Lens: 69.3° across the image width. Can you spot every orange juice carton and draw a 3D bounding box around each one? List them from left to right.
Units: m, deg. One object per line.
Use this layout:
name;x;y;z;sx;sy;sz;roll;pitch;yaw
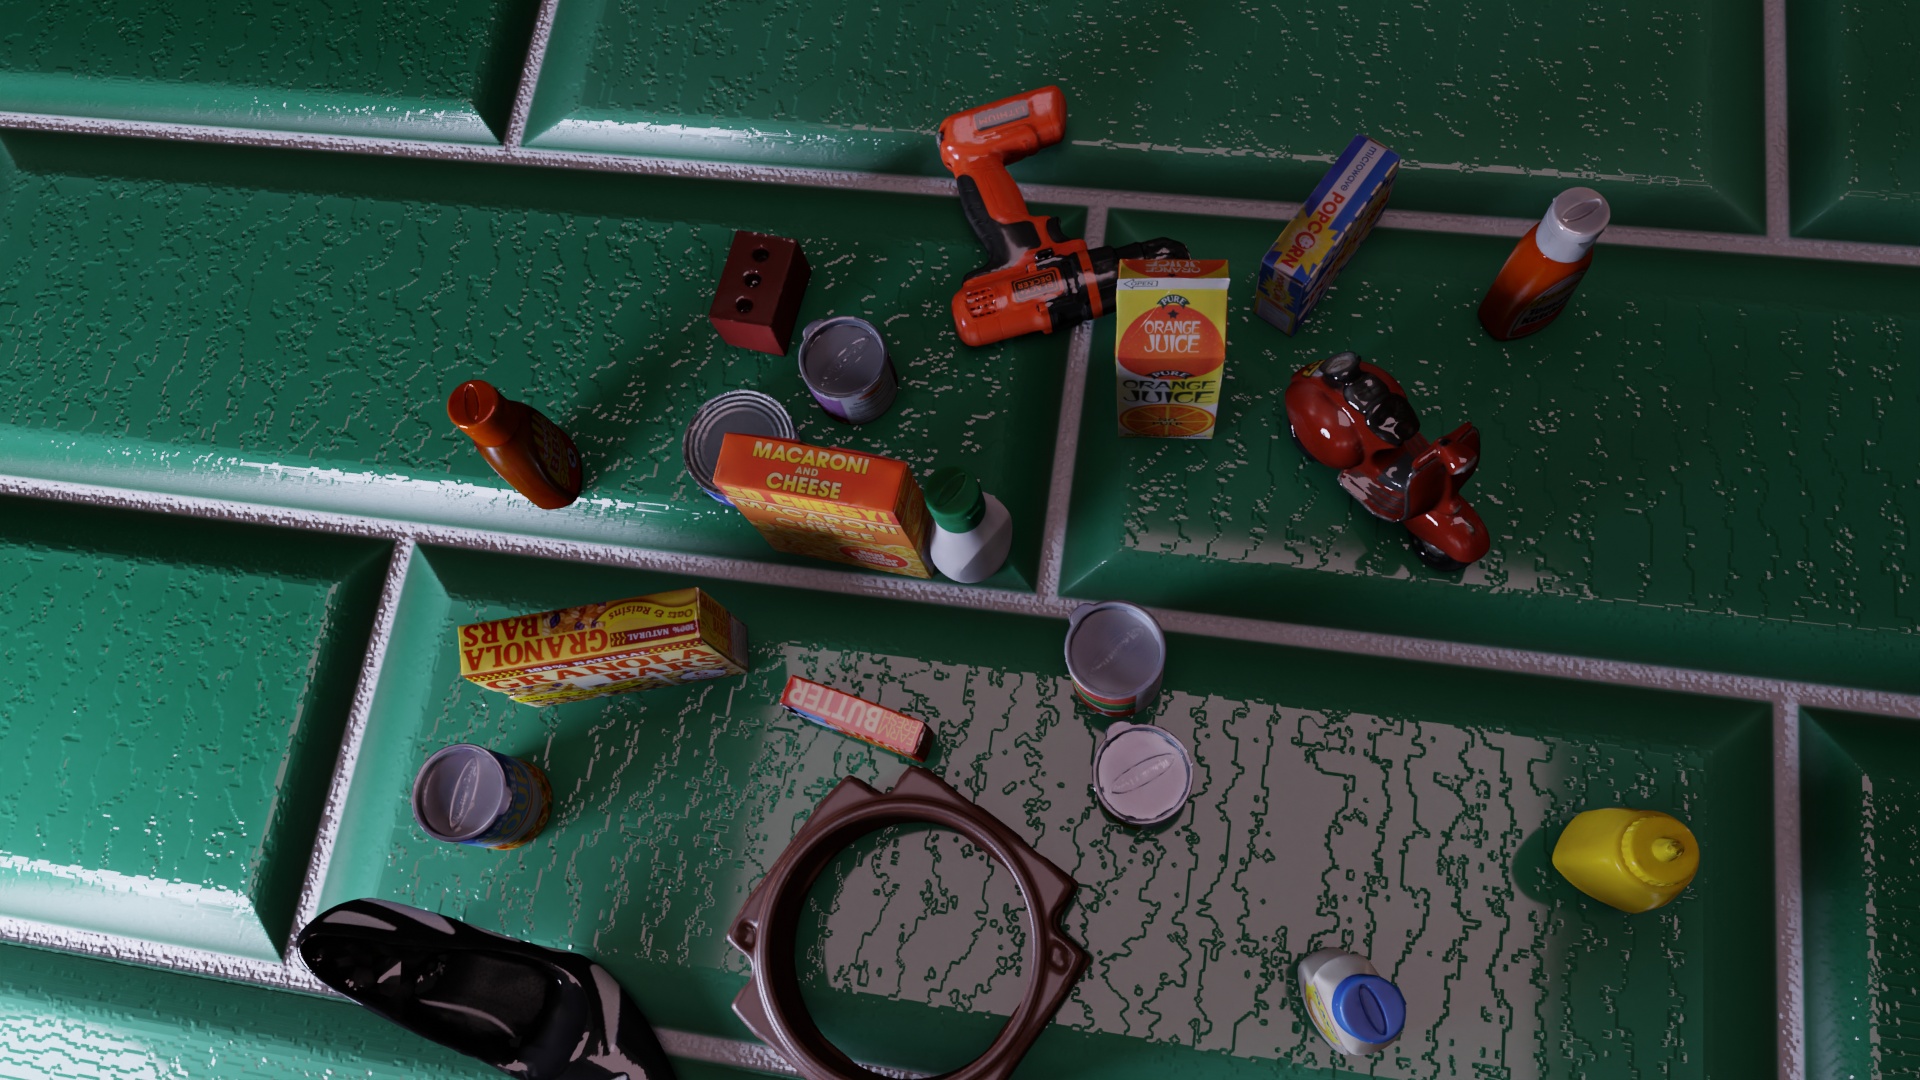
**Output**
orange juice carton;0.144;-0.136;0.951;0.072;0.192;0.073;2;74;8

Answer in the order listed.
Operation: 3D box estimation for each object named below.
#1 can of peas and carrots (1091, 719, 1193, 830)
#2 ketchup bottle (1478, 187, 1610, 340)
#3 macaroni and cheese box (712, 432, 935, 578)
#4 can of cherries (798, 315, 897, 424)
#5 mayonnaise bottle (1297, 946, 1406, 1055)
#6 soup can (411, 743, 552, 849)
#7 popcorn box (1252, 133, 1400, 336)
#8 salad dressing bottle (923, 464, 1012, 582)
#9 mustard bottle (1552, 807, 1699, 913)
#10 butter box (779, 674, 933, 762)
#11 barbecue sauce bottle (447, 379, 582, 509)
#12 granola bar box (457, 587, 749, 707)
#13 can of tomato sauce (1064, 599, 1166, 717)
can of peas and carrots;0.121;0.158;0.935;0.071;0.058;0.071;-2;73;6
ketchup bottle;0.406;-0.191;0.960;0.065;0.148;0.043;-27;72;-1
macaroni and cheese box;-0.087;-0.022;0.958;0.124;0.166;0.040;10;75;10
can of cherries;-0.085;-0.130;1.047;0.071;0.058;0.071;-2;73;6
mayonnaise bottle;0.236;0.279;0.837;0.041;0.147;0.065;-23;72;0
soup can;-0.329;0.181;0.969;0.071;0.083;0.071;-2;73;6
popcorn box;0.268;-0.223;1.019;0.038;0.085;0.127;35;80;15
salad dressing bottle;0.003;-0.012;0.954;0.044;0.147;0.064;39;82;16
mustard bottle;0.408;0.190;0.837;0.065;0.160;0.049;33;80;15
butter box;-0.071;0.125;0.971;0.103;0.053;0.024;18;77;12
barbecue sauce bottle;-0.323;-0.072;1.011;0.044;0.148;0.065;-13;73;3
granola bar box;-0.243;0.077;0.969;0.165;0.124;0.039;-9;73;4
can of tomato sauce;0.104;0.081;0.947;0.071;0.083;0.071;-2;73;6
